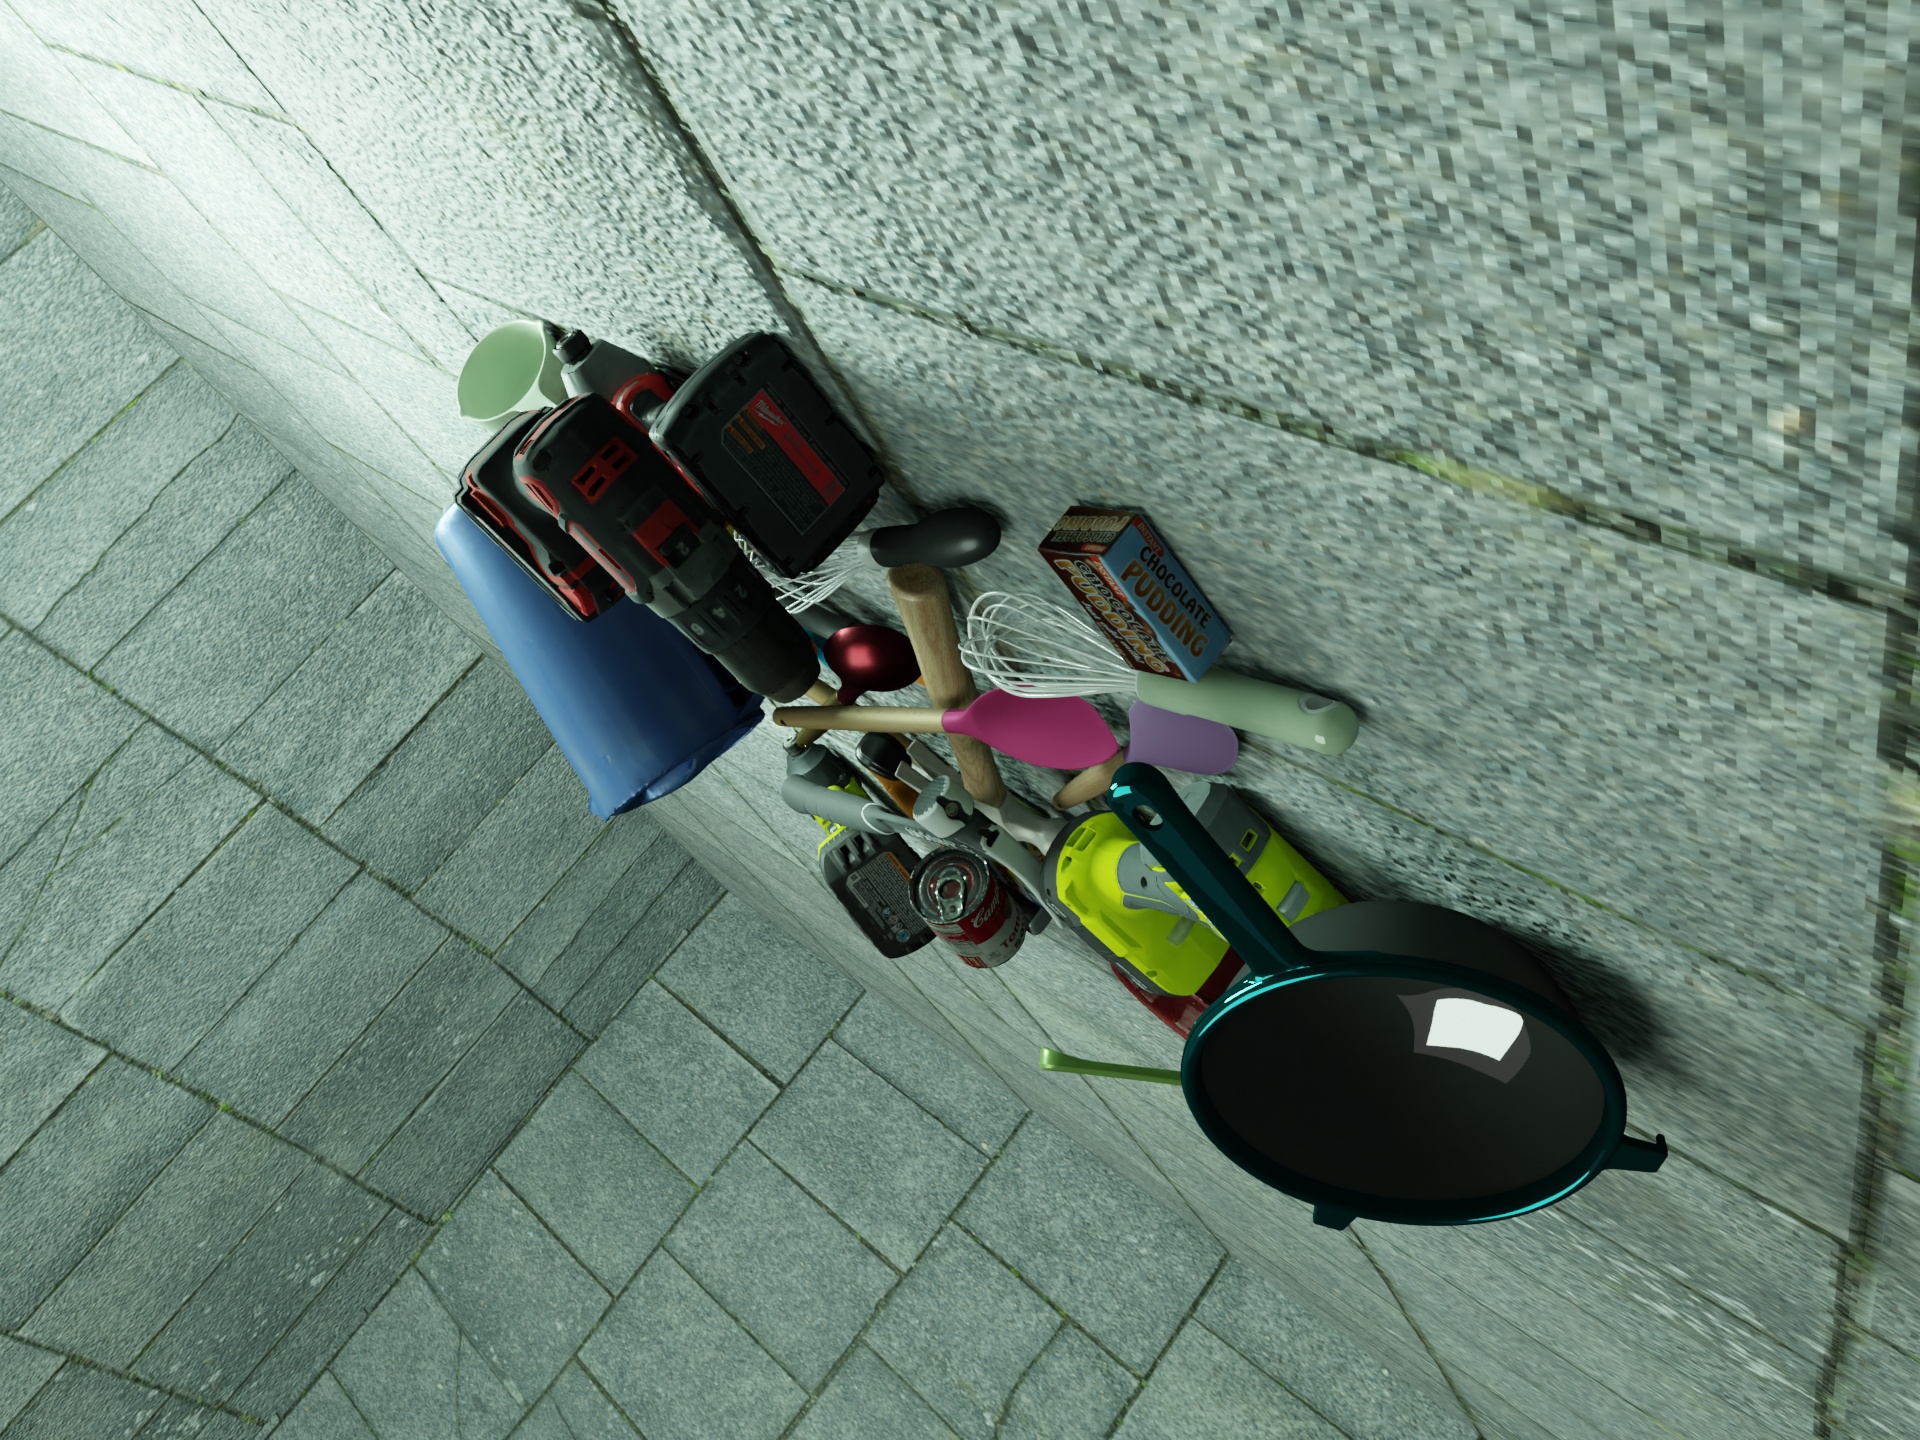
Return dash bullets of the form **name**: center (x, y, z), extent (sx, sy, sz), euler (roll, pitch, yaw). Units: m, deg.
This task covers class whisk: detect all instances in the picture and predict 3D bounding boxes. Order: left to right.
- **whisk**: center (-0.060, -0.095, 0.893), extent (0.070, 0.070, 0.285), euler (46, 158, -25)
- **whisk**: center (0.087, -0.021, 0.770), extent (0.246, 0.058, 0.059), euler (18, 125, 46)

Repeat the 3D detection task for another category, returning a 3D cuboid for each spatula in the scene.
- **spatula**: center (0.098, 0.027, 0.939), extent (0.060, 0.018, 0.316), euler (42, 165, -1)

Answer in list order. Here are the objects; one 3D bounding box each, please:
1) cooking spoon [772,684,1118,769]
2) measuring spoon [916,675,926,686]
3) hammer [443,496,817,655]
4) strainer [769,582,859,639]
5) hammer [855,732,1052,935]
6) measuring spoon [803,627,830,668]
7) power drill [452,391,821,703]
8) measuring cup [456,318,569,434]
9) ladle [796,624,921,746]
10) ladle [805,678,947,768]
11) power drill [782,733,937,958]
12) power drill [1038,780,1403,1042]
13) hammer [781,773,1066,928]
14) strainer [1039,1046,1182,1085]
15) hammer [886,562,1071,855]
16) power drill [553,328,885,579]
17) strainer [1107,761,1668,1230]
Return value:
- **cooking spoon**: center (-0.023, -0.001, 1.008), extent (0.319, 0.017, 0.068), euler (1, 135, 48)
- **measuring spoon**: center (-0.036, -0.029, 1.116), extent (0.117, 0.011, 0.021), euler (28, 161, 38)
- **hammer**: center (-0.249, -0.082, 1.225), extent (0.359, 0.037, 0.149), euler (19, 151, 34)
- **strainer**: center (-0.160, -0.104, 1.151), extent (0.258, 0.050, 0.087), euler (27, -170, 22)
- **hammer**: center (-0.018, 0.089, 1.339), extent (0.127, 0.034, 0.336), euler (30, 168, 30)
- **measuring spoon**: center (-0.129, -0.084, 1.191), extent (0.129, 0.021, 0.042), euler (42, 169, 29)
- **power drill**: center (-0.176, -0.092, 0.863), extent (0.187, 0.080, 0.227), euler (47, 167, -26)
- **measuring cup**: center (-0.262, -0.195, 1.020), extent (0.168, 0.083, 0.038), euler (43, -176, 33)
- **ladle**: center (-0.091, -0.014, 1.184), extent (0.069, 0.031, 0.315), euler (19, 164, -11)
- **ladle**: center (-0.140, -0.055, 1.271), extent (0.320, 0.062, 0.078), euler (33, 166, -2)
- **power drill**: center (-0.096, 0.109, 1.477), extent (0.171, 0.080, 0.223), euler (55, 178, -27)
- **power drill**: center (0.158, 0.121, 0.962), extent (0.190, 0.080, 0.228), euler (43, 163, -12)
- **hammer**: center (-0.049, 0.080, 1.224), extent (0.149, 0.036, 0.409), euler (38, 167, -23)
- **strainer**: center (0.180, 0.208, 1.028), extent (0.256, 0.069, 0.151), euler (7, 169, -4)
- **hammer**: center (-0.002, -0.003, 1.044), extent (0.130, 0.031, 0.331), euler (20, 157, 21)
- **power drill**: center (-0.148, -0.158, 0.889), extent (0.143, 0.078, 0.220), euler (49, 166, -31)
- **strainer**: center (0.184, 0.117, 0.785), extent (0.211, 0.095, 0.340), euler (-25, 118, 35)
